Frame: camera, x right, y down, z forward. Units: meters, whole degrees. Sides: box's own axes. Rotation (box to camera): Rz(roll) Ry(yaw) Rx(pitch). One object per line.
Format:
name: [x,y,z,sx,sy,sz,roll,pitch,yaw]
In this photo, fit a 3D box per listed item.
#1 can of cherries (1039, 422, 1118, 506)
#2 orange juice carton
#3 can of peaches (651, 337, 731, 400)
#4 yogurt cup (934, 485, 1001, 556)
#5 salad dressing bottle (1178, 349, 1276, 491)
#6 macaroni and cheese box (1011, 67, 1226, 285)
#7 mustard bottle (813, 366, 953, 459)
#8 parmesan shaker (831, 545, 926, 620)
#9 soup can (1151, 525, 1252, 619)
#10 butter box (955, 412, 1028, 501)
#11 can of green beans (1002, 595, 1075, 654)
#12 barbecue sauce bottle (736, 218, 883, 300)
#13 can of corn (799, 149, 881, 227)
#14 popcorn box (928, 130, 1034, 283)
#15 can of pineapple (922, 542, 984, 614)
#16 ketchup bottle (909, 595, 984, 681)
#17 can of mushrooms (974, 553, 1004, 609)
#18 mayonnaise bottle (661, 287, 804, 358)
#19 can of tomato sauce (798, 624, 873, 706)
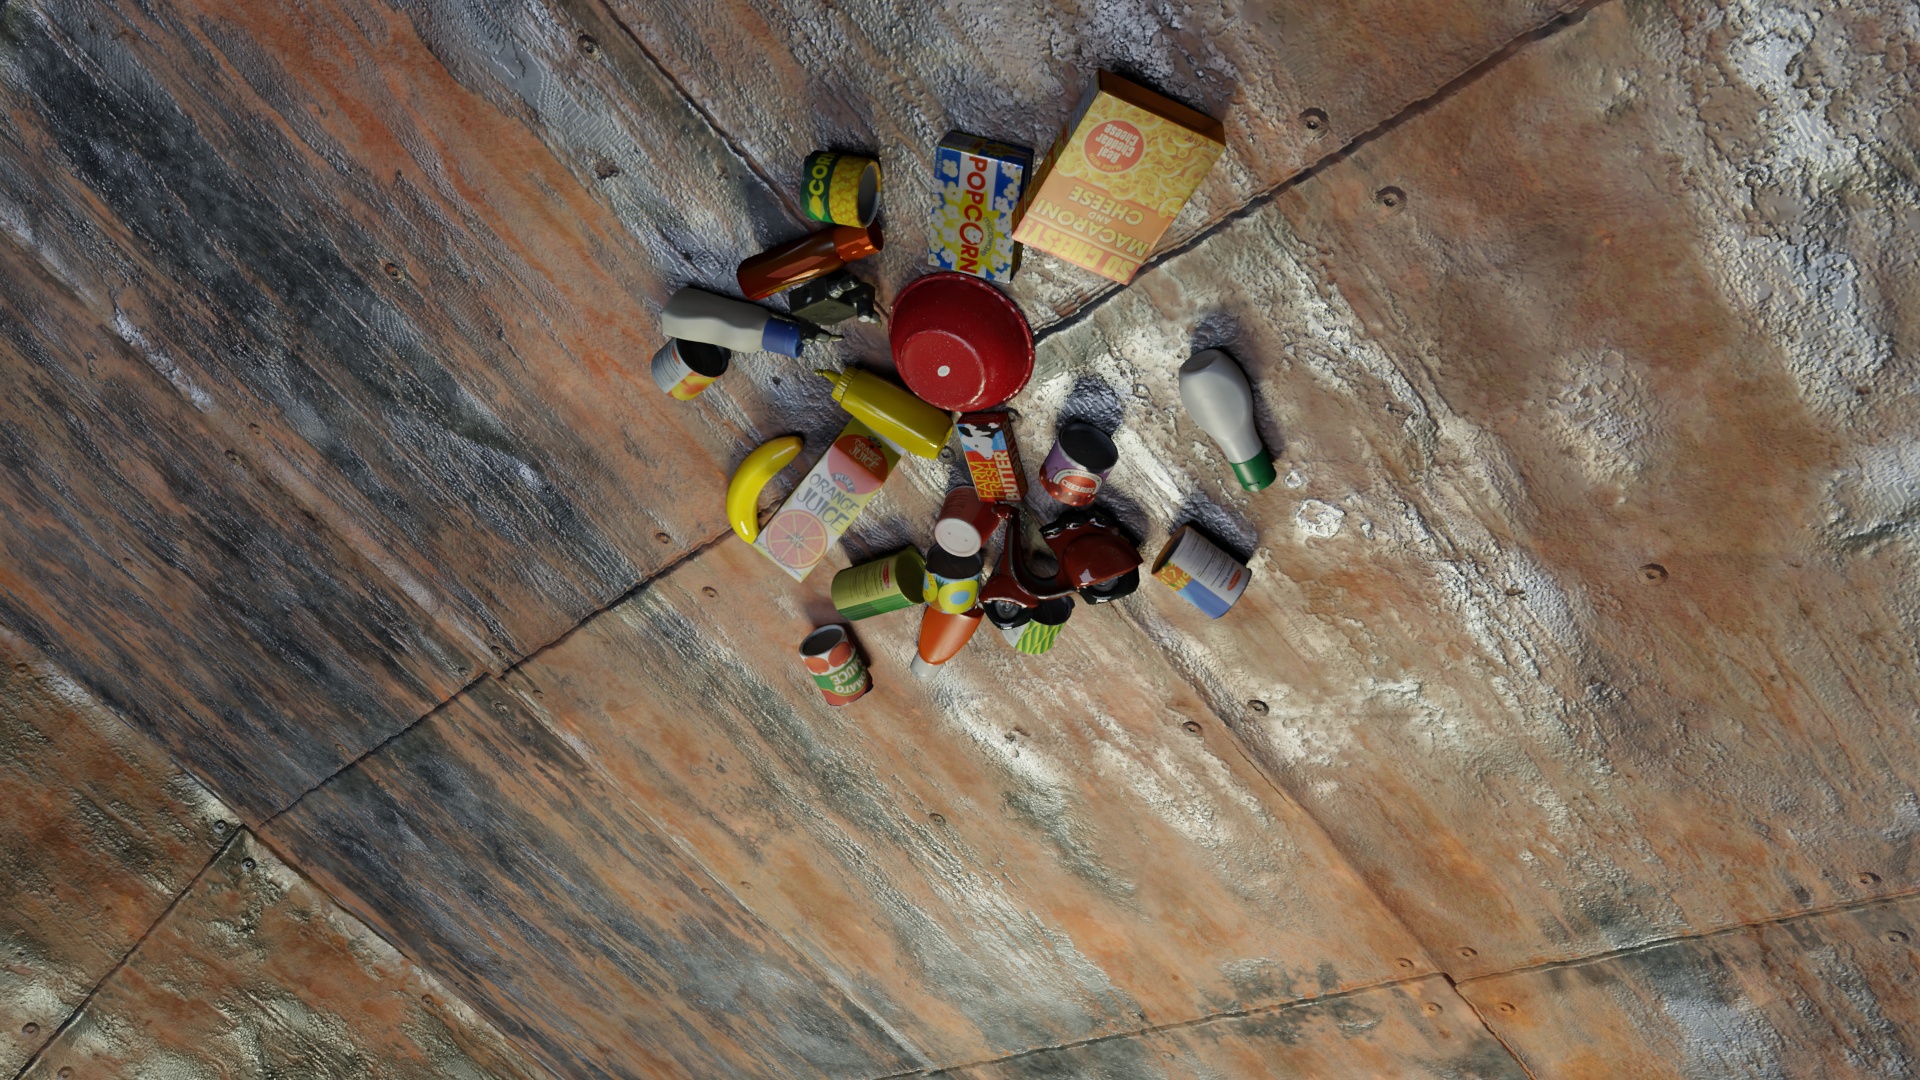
can of cherries: [0.121,-0.076,1.428,0.071,0.072,0.058,29,134,1]
orange juice carton: [-0.142,-0.054,1.541,0.072,0.073,0.192,39,104,-8]
can of peaches: [-0.297,-0.196,1.532,0.071,0.071,0.058,45,132,-15]
yogurt cup: [0.006,-0.019,1.542,0.072,0.054,0.072,12,131,15]
salad dressing bottle: [0.262,-0.114,1.349,0.064,0.044,0.147,-15,121,32]
macaroni and cheese box: [0.135,-0.315,1.220,0.124,0.040,0.165,19,137,-17]
mustard bottle: [-0.085,-0.145,1.477,0.160,0.049,0.065,31,162,2]
parmesan shaker: [-0.094,0.051,1.643,0.103,0.072,0.071,-17,119,36]
soup can: [0.252,0.034,1.463,0.084,0.072,0.071,35,134,-4]
butter box: [0.034,-0.089,1.491,0.053,0.024,0.103,0,127,26]
can of green beans: [0.086,0.088,1.585,0.071,0.071,0.057,27,134,2]
barbecue sauce bottle: [-0.149,-0.284,1.391,0.148,0.065,0.043,-15,109,24]
can of corn: [-0.114,-0.336,1.324,0.058,0.071,0.070,13,132,14]
popcorn box: [0.018,-0.311,1.302,0.085,0.038,0.126,16,132,11]
can of pineapple: [-0.011,0.042,1.591,0.071,0.071,0.057,18,133,11]
ketchup bottle: [-0.022,0.115,1.674,0.065,0.044,0.148,29,134,2]
can of mushrooms: [0.045,0.053,1.574,0.033,0.071,0.070,25,134,2]
mayonnaise bottle: [-0.239,-0.229,1.480,0.148,0.065,0.041,16,132,8]
can of tomato sauce: [-0.157,0.158,1.757,0.071,0.071,0.082,-8,123,30]
